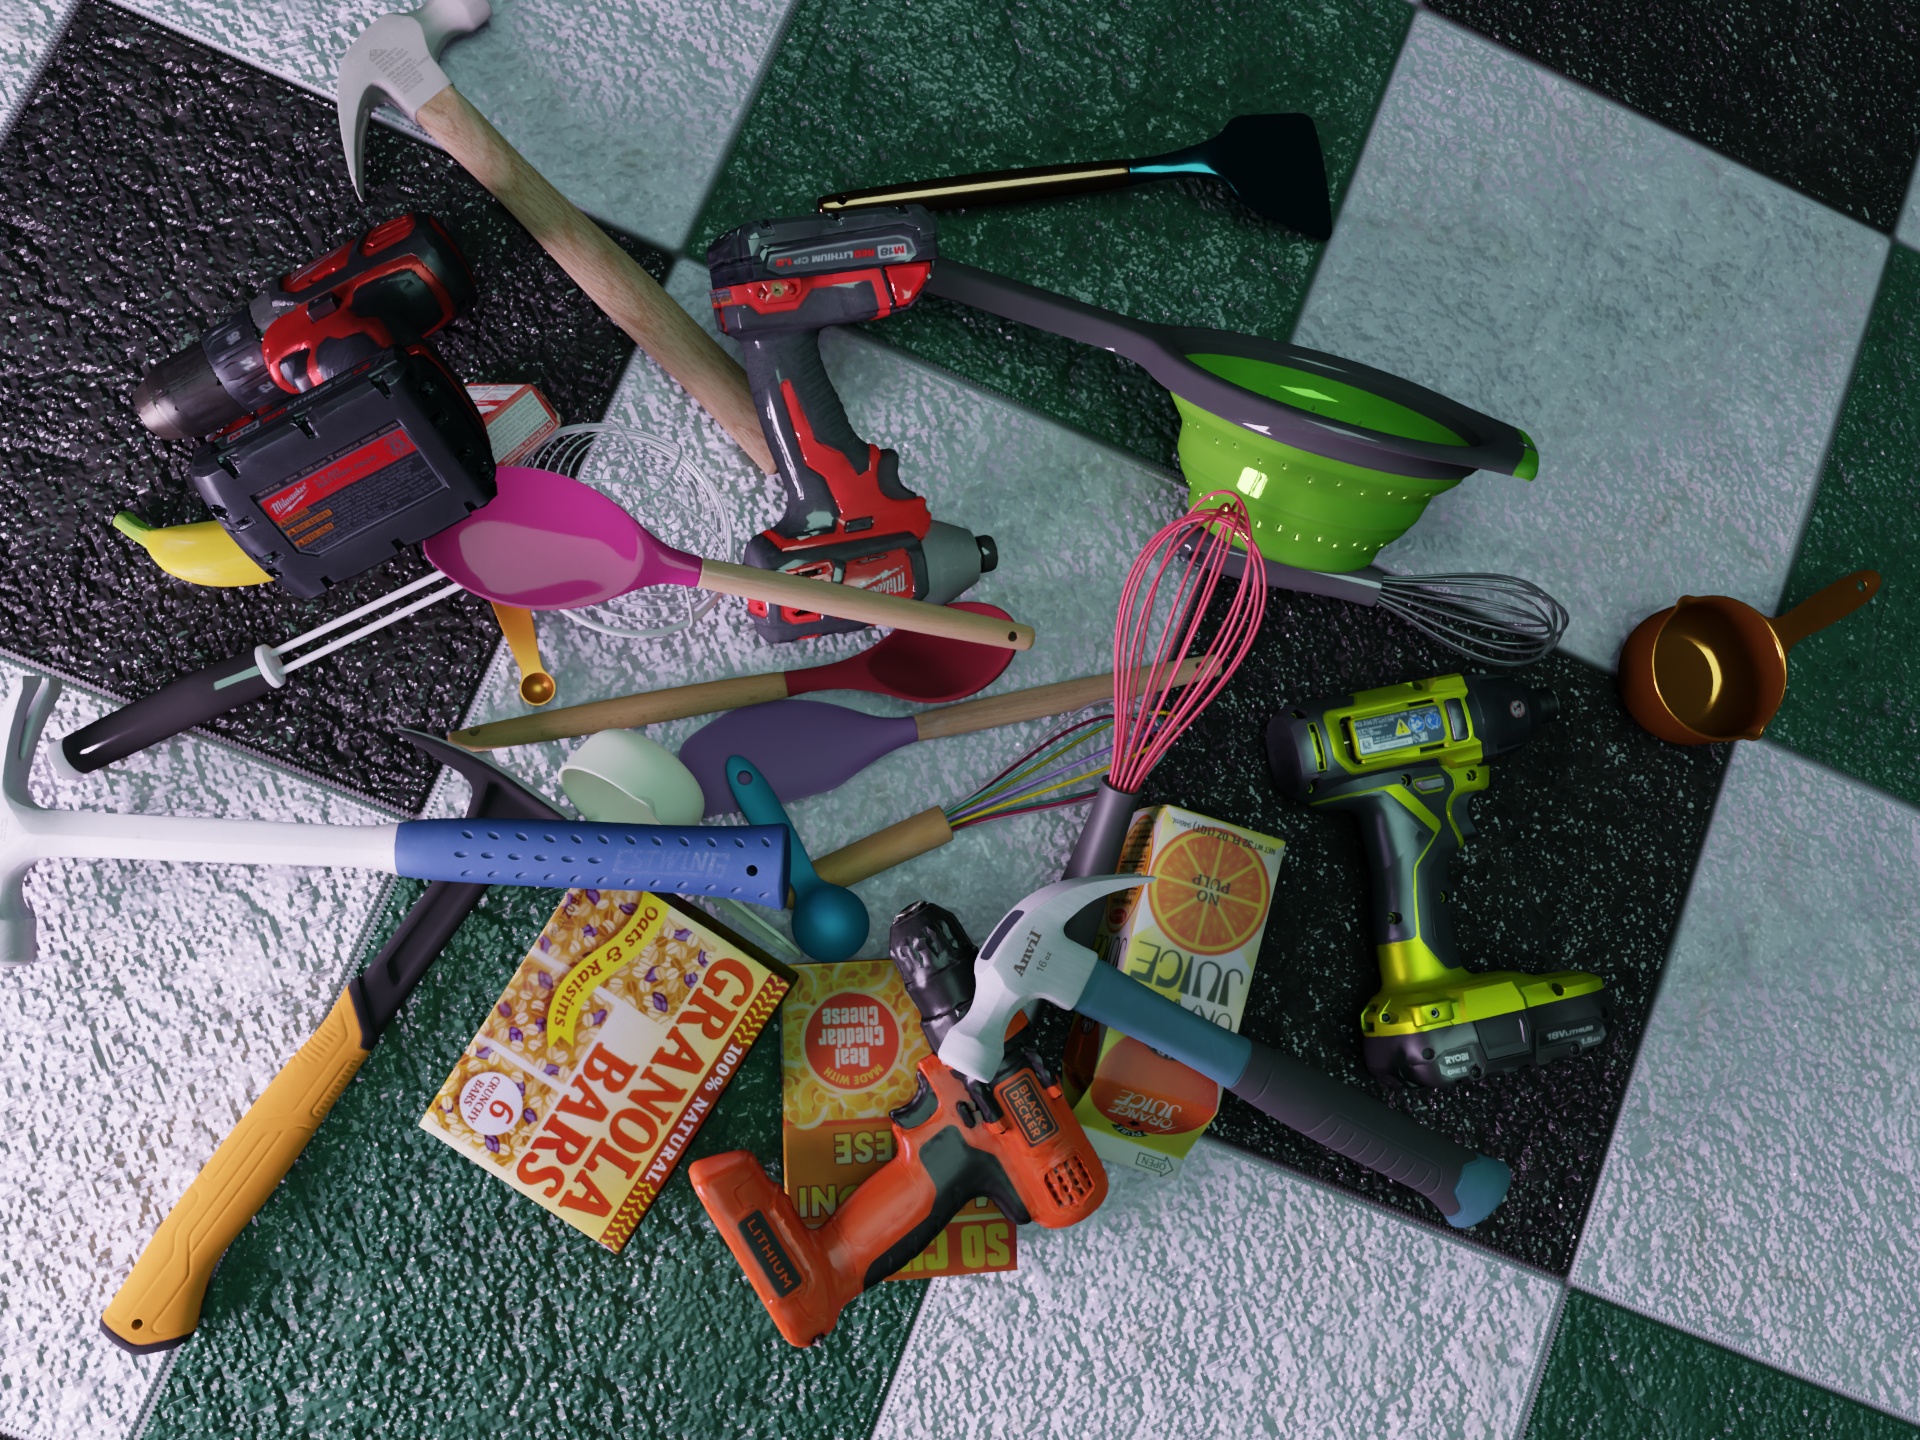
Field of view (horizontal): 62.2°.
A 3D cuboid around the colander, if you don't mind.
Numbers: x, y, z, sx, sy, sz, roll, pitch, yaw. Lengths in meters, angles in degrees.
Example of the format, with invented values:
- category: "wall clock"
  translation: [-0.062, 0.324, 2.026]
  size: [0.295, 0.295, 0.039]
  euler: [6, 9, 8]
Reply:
- category: "colander"
  translation: [0.117, -0.172, 0.904]
  size: [0.397, 0.204, 0.094]
  euler: [20, 115, 9]

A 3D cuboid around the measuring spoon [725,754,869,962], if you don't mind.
- category: "measuring spoon"
  translation: [-0.091, 0.070, 0.852]
  size: [0.042, 0.021, 0.129]
  euler: [-29, 77, -19]

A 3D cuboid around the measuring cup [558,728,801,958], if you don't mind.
- category: "measuring cup"
  translation: [-0.140, 0.066, 0.856]
  size: [0.167, 0.083, 0.038]
  euler: [43, 61, -19]

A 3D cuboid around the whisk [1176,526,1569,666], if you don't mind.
- category: "whisk"
  translation: [0.243, -0.078, 0.941]
  size: [0.239, 0.055, 0.055]
  euler: [14, 81, -2]

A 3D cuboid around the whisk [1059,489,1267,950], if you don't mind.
- category: "whisk"
  translation: [0.092, 0.018, 0.841]
  size: [0.073, 0.073, 0.295]
  euler: [15, 112, -7]

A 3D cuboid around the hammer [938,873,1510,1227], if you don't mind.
- category: "hammer"
  translation: [0.154, 0.185, 0.826]
  size: [0.330, 0.033, 0.128]
  euler: [30, 79, -17]

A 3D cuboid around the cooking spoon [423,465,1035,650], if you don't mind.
- category: "cooking spoon"
  translation: [-0.109, -0.071, 0.818]
  size: [0.318, 0.017, 0.069]
  euler: [10, 93, -19]

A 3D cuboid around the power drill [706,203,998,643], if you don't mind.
- category: "power drill"
  translation: [-0.057, -0.158, 0.860]
  size: [0.143, 0.079, 0.219]
  euler: [-11, 105, -18]

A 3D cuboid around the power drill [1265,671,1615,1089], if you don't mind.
- category: "power drill"
  translation: [0.284, 0.086, 0.911]
  size: [0.171, 0.080, 0.223]
  euler: [-10, 82, -10]

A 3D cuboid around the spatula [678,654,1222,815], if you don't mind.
- category: "spatula"
  translation: [-0.001, -0.003, 0.903]
  size: [0.316, 0.018, 0.060]
  euler: [-11, 75, -10]

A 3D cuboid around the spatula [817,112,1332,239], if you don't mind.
- category: "spatula"
  translation: [0.073, -0.318, 0.952]
  size: [0.317, 0.044, 0.082]
  euler: [-8, 85, -5]

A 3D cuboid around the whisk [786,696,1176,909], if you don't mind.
- category: "whisk"
  translation: [0.012, 0.048, 0.892]
  size: [0.245, 0.051, 0.047]
  euler: [-24, 51, -7]

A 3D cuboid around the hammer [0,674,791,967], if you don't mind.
- category: "hammer"
  translation: [-0.287, 0.057, 0.785]
  size: [0.405, 0.035, 0.144]
  euler: [2, 88, 1]

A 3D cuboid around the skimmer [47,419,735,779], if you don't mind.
- category: "skimmer"
  translation: [-0.298, -0.049, 0.848]
  size: [0.363, 0.090, 0.127]
  euler: [-25, 81, 1]

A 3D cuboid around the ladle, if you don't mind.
- category: "ladle"
  translation: [-0.122, -0.015, 0.878]
  size: [0.315, 0.031, 0.069]
  euler: [-10, 50, -7]

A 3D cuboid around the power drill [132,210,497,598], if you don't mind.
- category: "power drill"
  translation: [-0.324, -0.157, 0.784]
  size: [0.188, 0.227, 0.080]
  euler: [-28, 132, 0]

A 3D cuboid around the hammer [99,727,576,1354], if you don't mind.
- category: "hammer"
  translation: [-0.329, 0.167, 0.818]
  size: [0.127, 0.034, 0.337]
  euler: [36, 80, -11]

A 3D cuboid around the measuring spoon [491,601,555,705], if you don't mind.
- category: "measuring spoon"
  translation: [-0.247, -0.063, 0.877]
  size: [0.021, 0.011, 0.117]
  euler: [-18, 83, -8]

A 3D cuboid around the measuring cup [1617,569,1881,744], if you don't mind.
- category: "measuring cup"
  translation: [0.480, -0.047, 0.970]
  size: [0.173, 0.052, 0.095]
  euler: [-27, 88, -13]

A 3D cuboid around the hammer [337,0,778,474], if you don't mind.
- category: "hammer"
  translation: [-0.214, -0.263, 0.893]
  size: [0.331, 0.031, 0.130]
  euler: [45, 78, -2]
